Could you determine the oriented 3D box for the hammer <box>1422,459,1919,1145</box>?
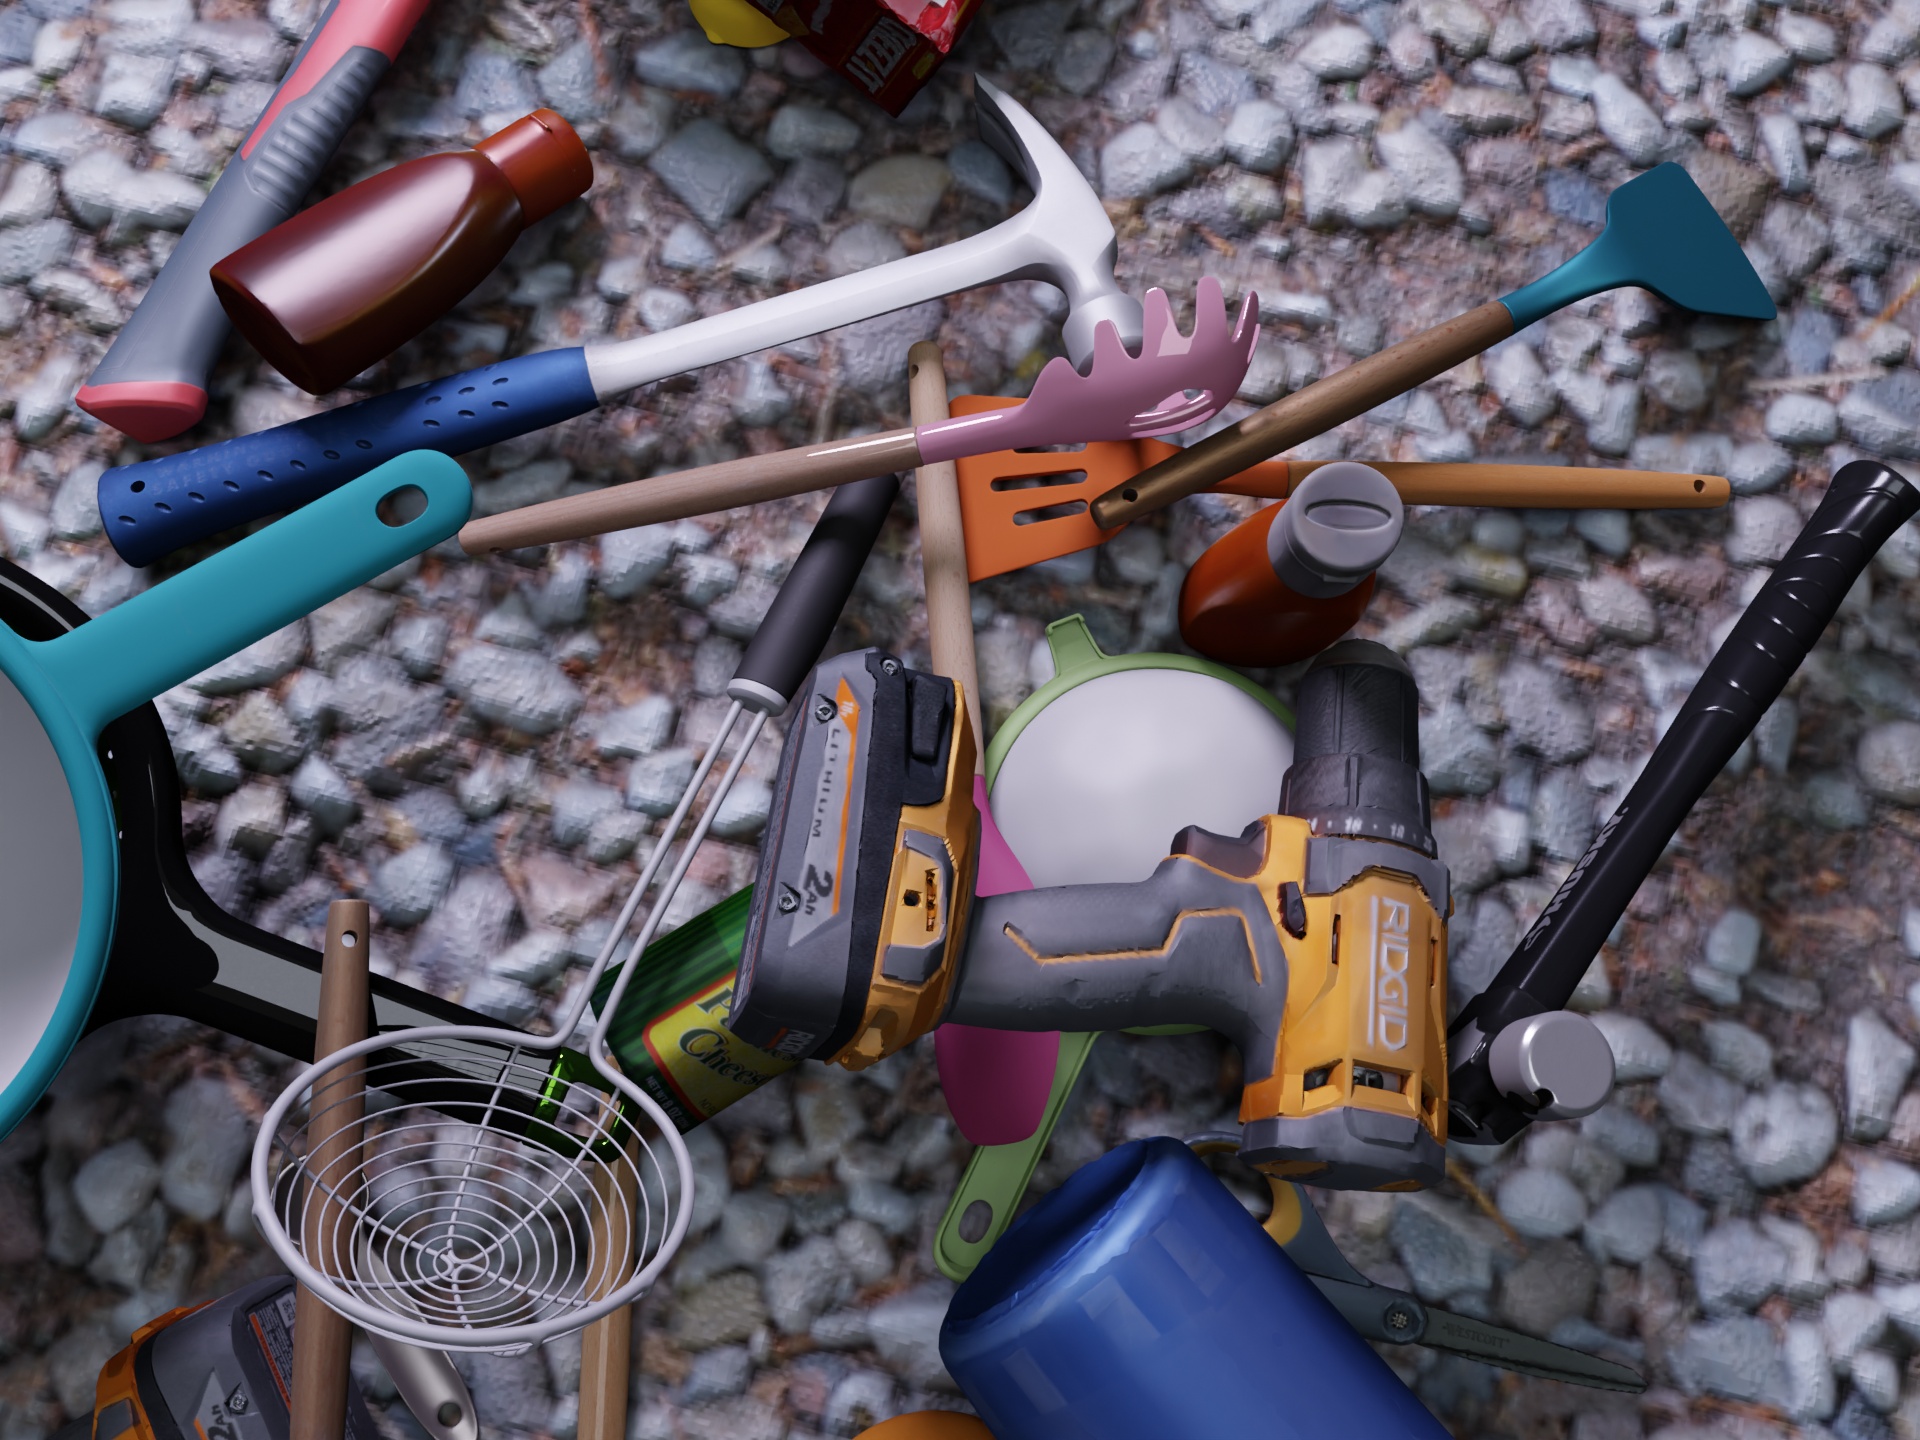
[{"bbox_3d":[0.265,0.020,0.593,0.035,0.146,0.335,41,70,5],"label":"hammer"}]

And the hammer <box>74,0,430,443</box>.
[{"bbox_3d":[-0.257,-0.292,0.655,0.143,0.038,0.386,27,83,14],"label":"hammer"}]

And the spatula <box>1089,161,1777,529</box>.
[{"bbox_3d":[0.191,-0.143,0.634,0.317,0.044,0.082,-26,80,-9],"label":"spatula"}]

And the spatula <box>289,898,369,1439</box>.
[{"bbox_3d":[-0.205,0.215,0.504,0.059,0.018,0.316,6,74,-25],"label":"spatula"}]

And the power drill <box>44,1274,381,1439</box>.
[{"bbox_3d":[-0.310,0.306,0.535,0.226,0.084,0.164,-26,84,-2],"label":"power drill"}]

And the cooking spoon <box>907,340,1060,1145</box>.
[{"bbox_3d":[-0.001,-0.002,0.608,0.017,0.069,0.319,10,67,-40],"label":"cooking spoon"}]

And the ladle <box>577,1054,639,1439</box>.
[{"bbox_3d":[-0.129,0.280,0.556,0.078,0.062,0.320,1,78,-1],"label":"ladle"}]

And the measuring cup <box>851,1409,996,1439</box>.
[{"bbox_3d":[0.021,0.306,0.562,0.173,0.052,0.095,37,102,-20],"label":"measuring cup"}]

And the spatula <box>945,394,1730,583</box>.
[{"bbox_3d":[0.152,-0.095,0.646,0.322,0.041,0.081,1,79,-6],"label":"spatula"}]

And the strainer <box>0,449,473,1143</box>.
[{"bbox_3d":[-0.303,0.013,0.484,0.340,0.095,0.211,-33,97,-15],"label":"strainer"}]

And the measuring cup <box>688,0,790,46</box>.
[{"bbox_3d":[-0.130,-0.345,0.676,0.156,0.029,0.062,34,81,4],"label":"measuring cup"}]

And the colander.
[{"bbox_3d":[-0.305,0.070,0.576,0.397,0.094,0.204,24,82,-11],"label":"colander"}]

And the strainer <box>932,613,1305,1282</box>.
[{"bbox_3d":[0.054,0.088,0.586,0.151,0.069,0.256,26,79,3],"label":"strainer"}]

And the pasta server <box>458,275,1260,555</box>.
[{"bbox_3d":[-0.042,-0.105,0.601,0.316,0.060,0.040,-10,70,9],"label":"pasta server"}]

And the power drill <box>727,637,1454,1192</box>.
[{"bbox_3d":[0.054,0.041,0.514,0.226,0.084,0.185,13,67,-10],"label":"power drill"}]

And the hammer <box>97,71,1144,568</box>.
[{"bbox_3d":[-0.136,-0.144,0.631,0.405,0.035,0.144,-17,70,-2],"label":"hammer"}]

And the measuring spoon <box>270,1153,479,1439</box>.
[{"bbox_3d":[-0.213,0.215,0.587,0.034,0.018,0.124,-31,89,-21],"label":"measuring spoon"}]

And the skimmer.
[{"bbox_3d":[-0.094,0.029,0.534,0.127,0.090,0.363,22,63,5],"label":"skimmer"}]
